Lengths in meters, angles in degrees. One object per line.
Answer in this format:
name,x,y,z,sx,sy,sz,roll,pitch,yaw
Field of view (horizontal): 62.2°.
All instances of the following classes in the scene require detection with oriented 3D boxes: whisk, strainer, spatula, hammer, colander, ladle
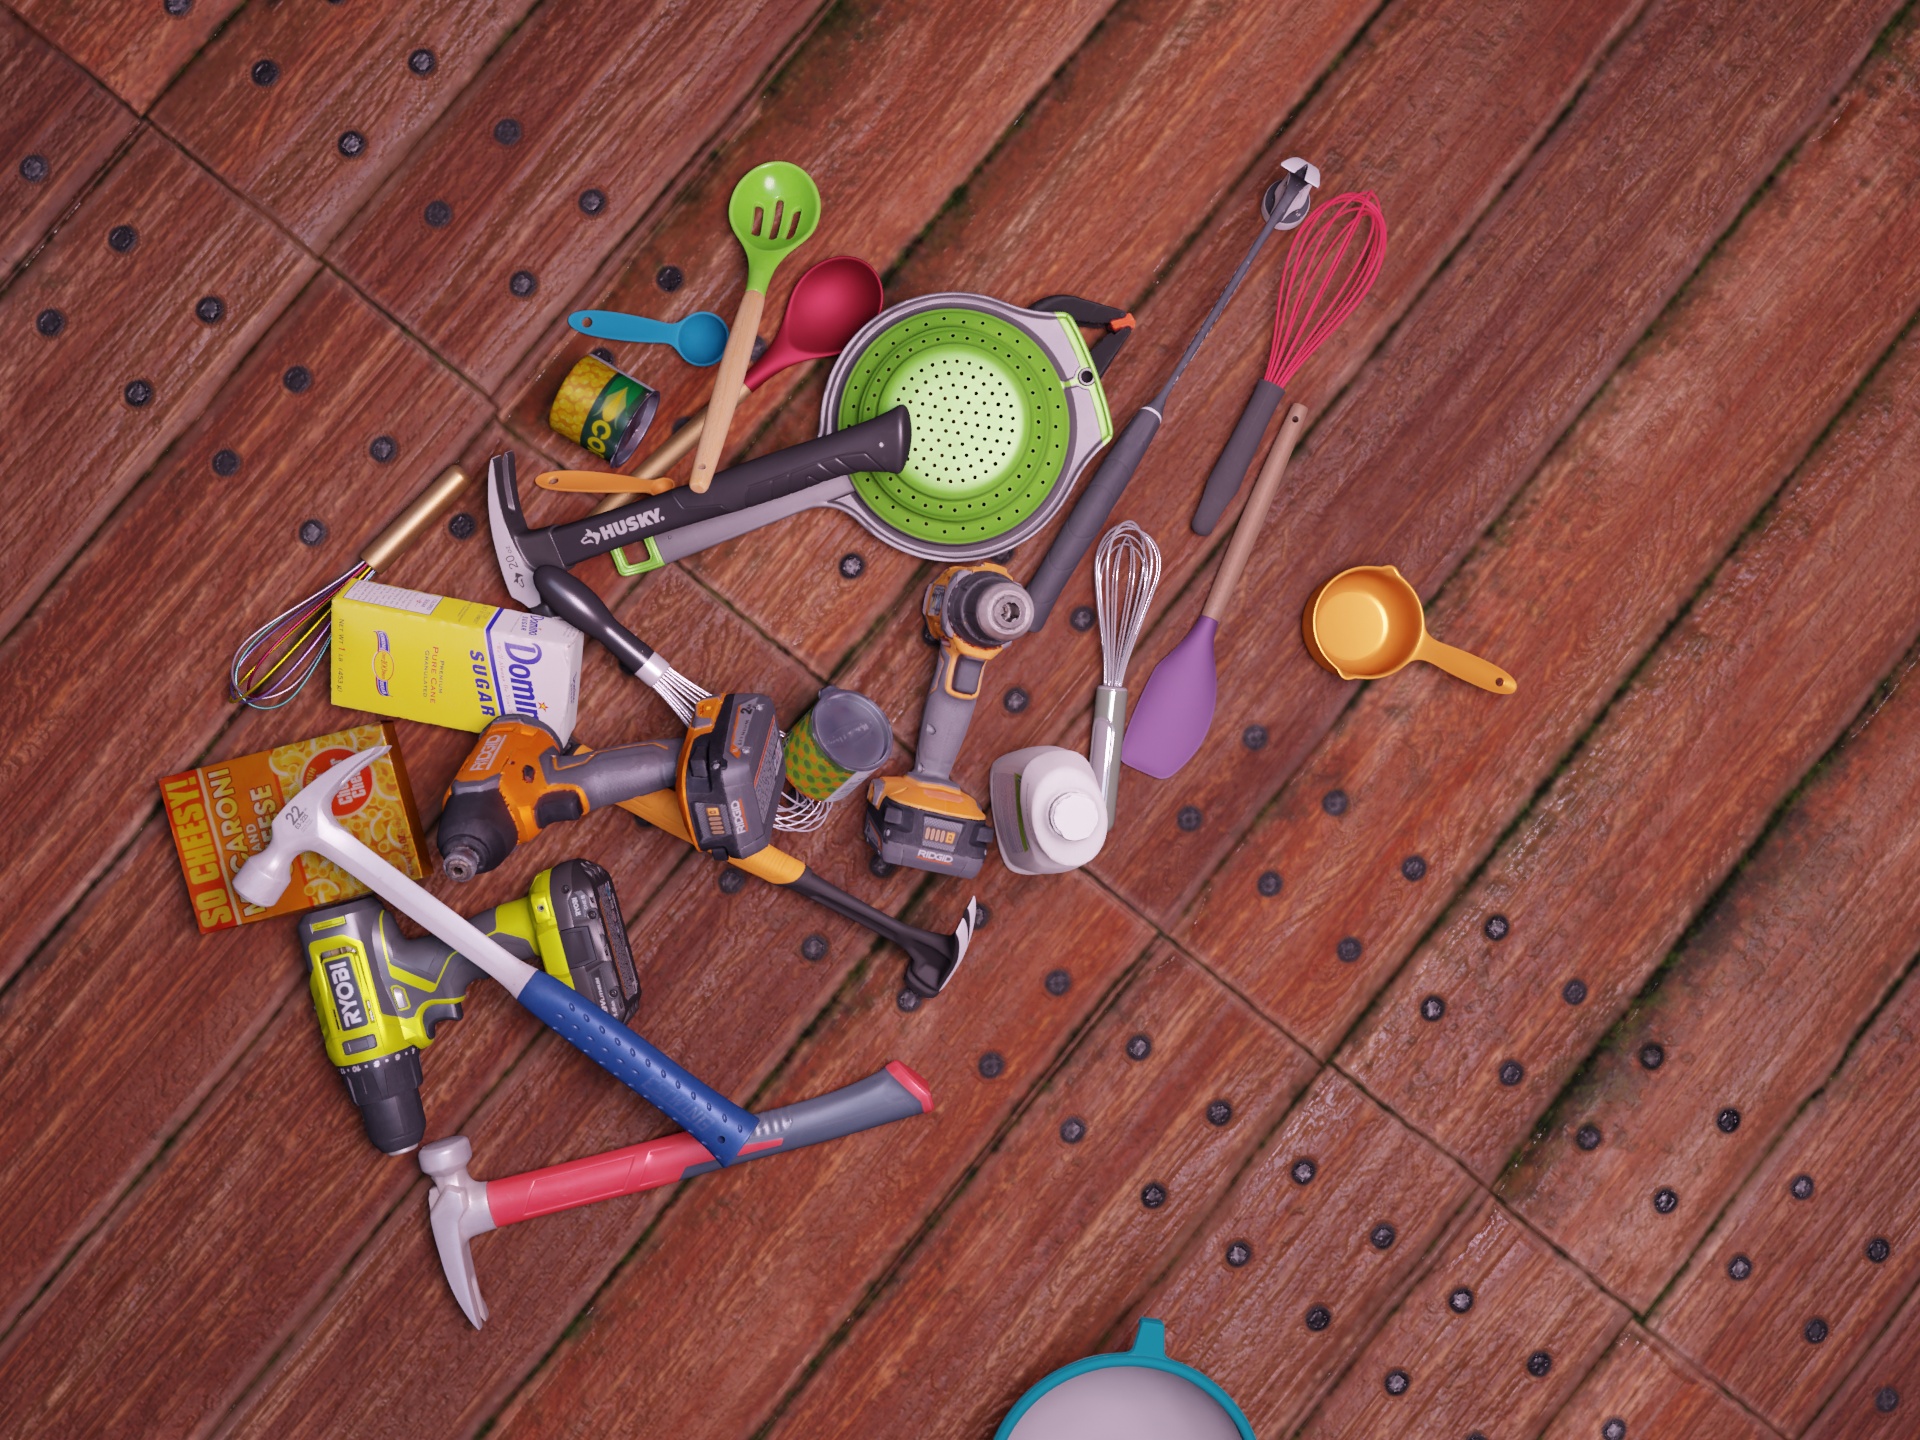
whisk,-0.205,-0.018,1.187,0.284,0.070,0.070,43,87,-14
strainer,0.157,0.619,1.215,0.211,0.095,0.340,-36,94,0
spatula,0.209,-0.103,1.256,0.060,0.018,0.316,23,89,3
whisk,0.119,-0.033,1.238,0.058,0.059,0.246,8,94,35
hammer,-0.149,0.102,1.195,0.337,0.127,0.034,27,55,2
hammer,-0.207,0.348,1.218,0.386,0.038,0.143,-14,92,-4
hammer,-0.190,-0.165,1.154,0.335,0.035,0.146,-16,106,16
hammer,-0.314,0.177,1.133,0.405,0.035,0.144,36,92,0
hammer,0.154,-0.245,1.209,0.036,0.149,0.409,32,95,1
colander,-0.081,-0.190,1.180,0.397,0.094,0.204,-21,97,3
whisk,0.252,-0.279,1.241,0.073,0.073,0.296,26,94,-4
ladle,-0.184,-0.240,1.226,0.315,0.031,0.069,-42,89,-1
whisk,-0.460,-0.100,1.200,0.051,0.047,0.245,44,84,-2

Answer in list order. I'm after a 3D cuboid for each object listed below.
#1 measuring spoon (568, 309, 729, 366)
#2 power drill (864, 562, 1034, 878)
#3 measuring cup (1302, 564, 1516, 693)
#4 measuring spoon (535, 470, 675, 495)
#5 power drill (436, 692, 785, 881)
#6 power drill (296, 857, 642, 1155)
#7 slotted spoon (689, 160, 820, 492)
measuring spoon,-0.239,-0.299,1.231,0.128,0.021,0.042,10,90,5
power drill,-0.002,-0.004,1.161,0.084,0.185,0.226,13,92,-12
measuring cup,0.351,-0.059,1.250,0.173,0.052,0.095,23,88,-5
measuring spoon,-0.271,-0.178,1.213,0.117,0.011,0.021,6,55,15
power drill,-0.245,0.052,1.100,0.226,0.164,0.084,-5,120,6
power drill,-0.363,0.209,1.190,0.228,0.080,0.190,-15,91,-1
slotted spoon,-0.158,-0.291,1.162,0.070,0.031,0.314,8,59,2
